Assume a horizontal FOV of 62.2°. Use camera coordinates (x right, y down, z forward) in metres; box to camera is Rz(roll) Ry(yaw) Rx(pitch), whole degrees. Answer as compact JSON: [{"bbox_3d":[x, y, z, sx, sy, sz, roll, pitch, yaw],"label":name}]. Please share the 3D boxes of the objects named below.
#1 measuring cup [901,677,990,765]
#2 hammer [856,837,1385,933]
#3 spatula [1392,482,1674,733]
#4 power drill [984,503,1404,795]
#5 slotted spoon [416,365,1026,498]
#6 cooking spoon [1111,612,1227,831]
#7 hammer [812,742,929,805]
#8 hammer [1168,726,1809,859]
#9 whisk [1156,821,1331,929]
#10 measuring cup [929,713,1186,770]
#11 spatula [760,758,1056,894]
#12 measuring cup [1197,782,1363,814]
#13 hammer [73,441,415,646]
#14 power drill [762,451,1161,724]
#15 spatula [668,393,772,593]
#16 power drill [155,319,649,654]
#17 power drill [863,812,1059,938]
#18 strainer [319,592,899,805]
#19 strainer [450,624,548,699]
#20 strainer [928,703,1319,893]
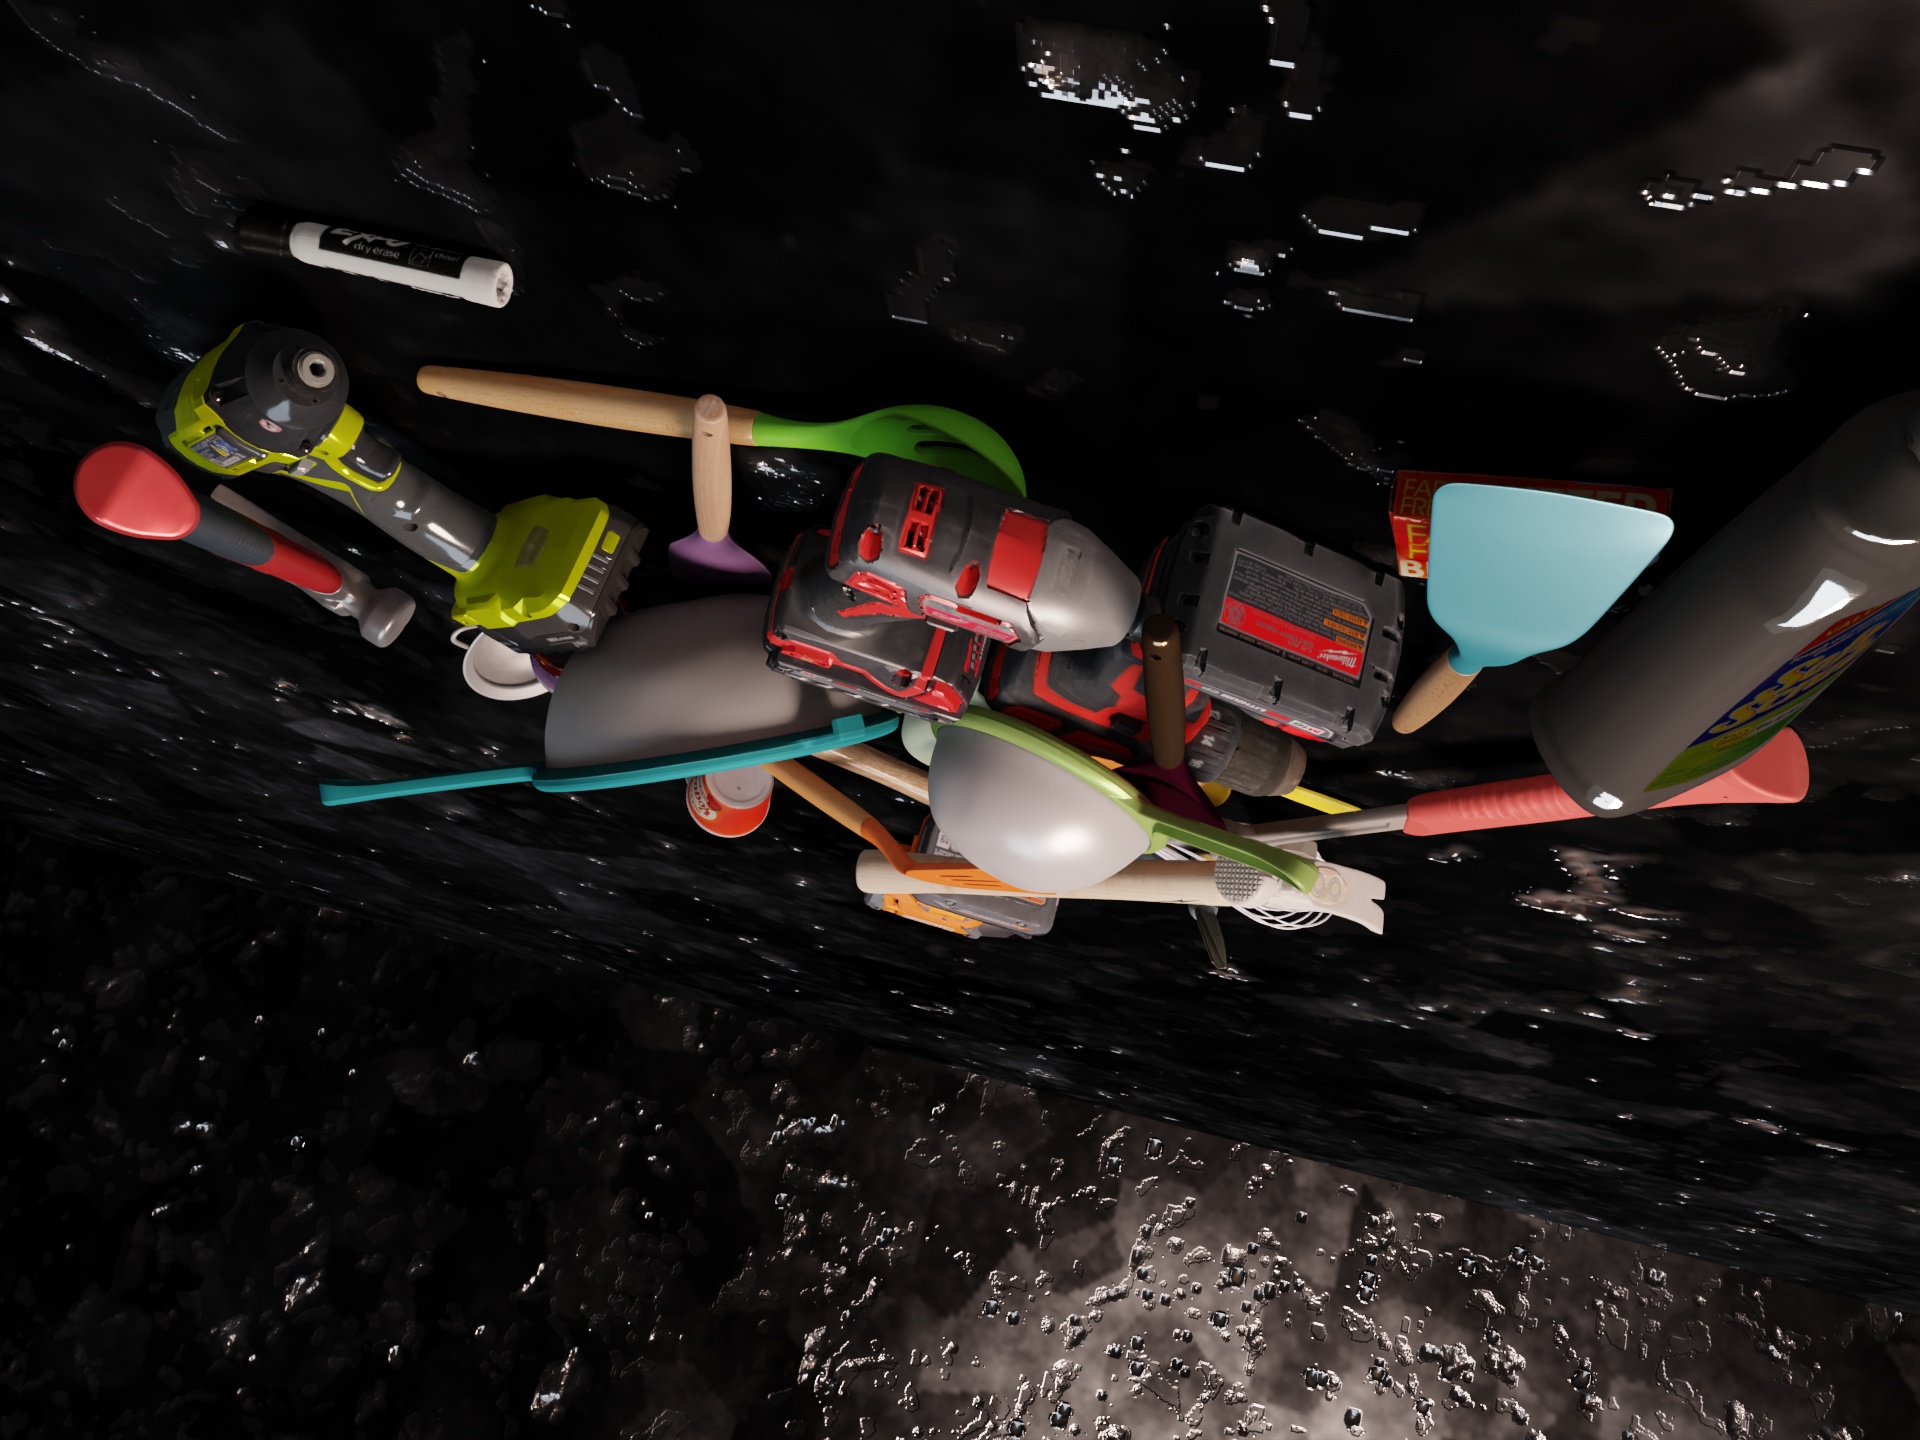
[{"bbox_3d":[-0.002,-0.003,0.994,0.083,0.038,0.167,14,163,5],"label":"measuring cup"},{"bbox_3d":[0.080,0.109,1.069,0.146,0.038,0.411,17,166,-41],"label":"hammer"},{"bbox_3d":[0.224,-0.033,0.707,0.082,0.044,0.317,10,172,8],"label":"spatula"},{"bbox_3d":[0.131,-0.017,0.803,0.187,0.080,0.226,21,163,-14],"label":"power drill"},{"bbox_3d":[-0.115,-0.138,0.725,0.314,0.031,0.070,11,164,18],"label":"slotted spoon"},{"bbox_3d":[0.098,0.009,0.750,0.069,0.017,0.318,26,170,15],"label":"cooking spoon"},{"bbox_3d":[-0.100,0.012,1.094,0.331,0.031,0.130,25,180,-15],"label":"hammer"},{"bbox_3d":[0.289,0.052,0.895,0.149,0.037,0.359,17,160,-37],"label":"hammer"},{"bbox_3d":[0.128,0.072,1.093,0.284,0.070,0.070,22,161,-2],"label":"whisk"},{"bbox_3d":[0.062,0.015,0.972,0.174,0.052,0.095,4,157,29],"label":"measuring cup"},{"bbox_3d":[-0.072,0.054,1.071,0.323,0.041,0.081,31,-176,41],"label":"spatula"},{"bbox_3d":[0.191,0.051,1.012,0.156,0.029,0.062,18,161,-4],"label":"measuring cup"},{"bbox_3d":[-0.390,-0.103,0.836,0.143,0.038,0.386,33,174,-7],"label":"hammer"},{"bbox_3d":[-0.007,-0.056,0.737,0.143,0.078,0.219,17,170,-16],"label":"power drill"},{"bbox_3d":[-0.122,-0.102,0.796,0.059,0.018,0.316,12,170,-6],"label":"spatula"},{"bbox_3d":[-0.283,-0.120,0.821,0.223,0.080,0.171,32,160,-35],"label":"power drill"},{"bbox_3d":[0.016,0.139,1.330,0.164,0.084,0.226,18,165,-9],"label":"power drill"},{"bbox_3d":[-0.209,-0.015,0.917,0.340,0.095,0.211,-8,-176,3],"label":"strainer"},{"bbox_3d":[-0.253,-0.029,1.119,0.087,0.050,0.258,-44,139,17],"label":"strainer"},{"bbox_3d":[0.072,0.068,0.853,0.256,0.069,0.151,18,162,45],"label":"strainer"}]
